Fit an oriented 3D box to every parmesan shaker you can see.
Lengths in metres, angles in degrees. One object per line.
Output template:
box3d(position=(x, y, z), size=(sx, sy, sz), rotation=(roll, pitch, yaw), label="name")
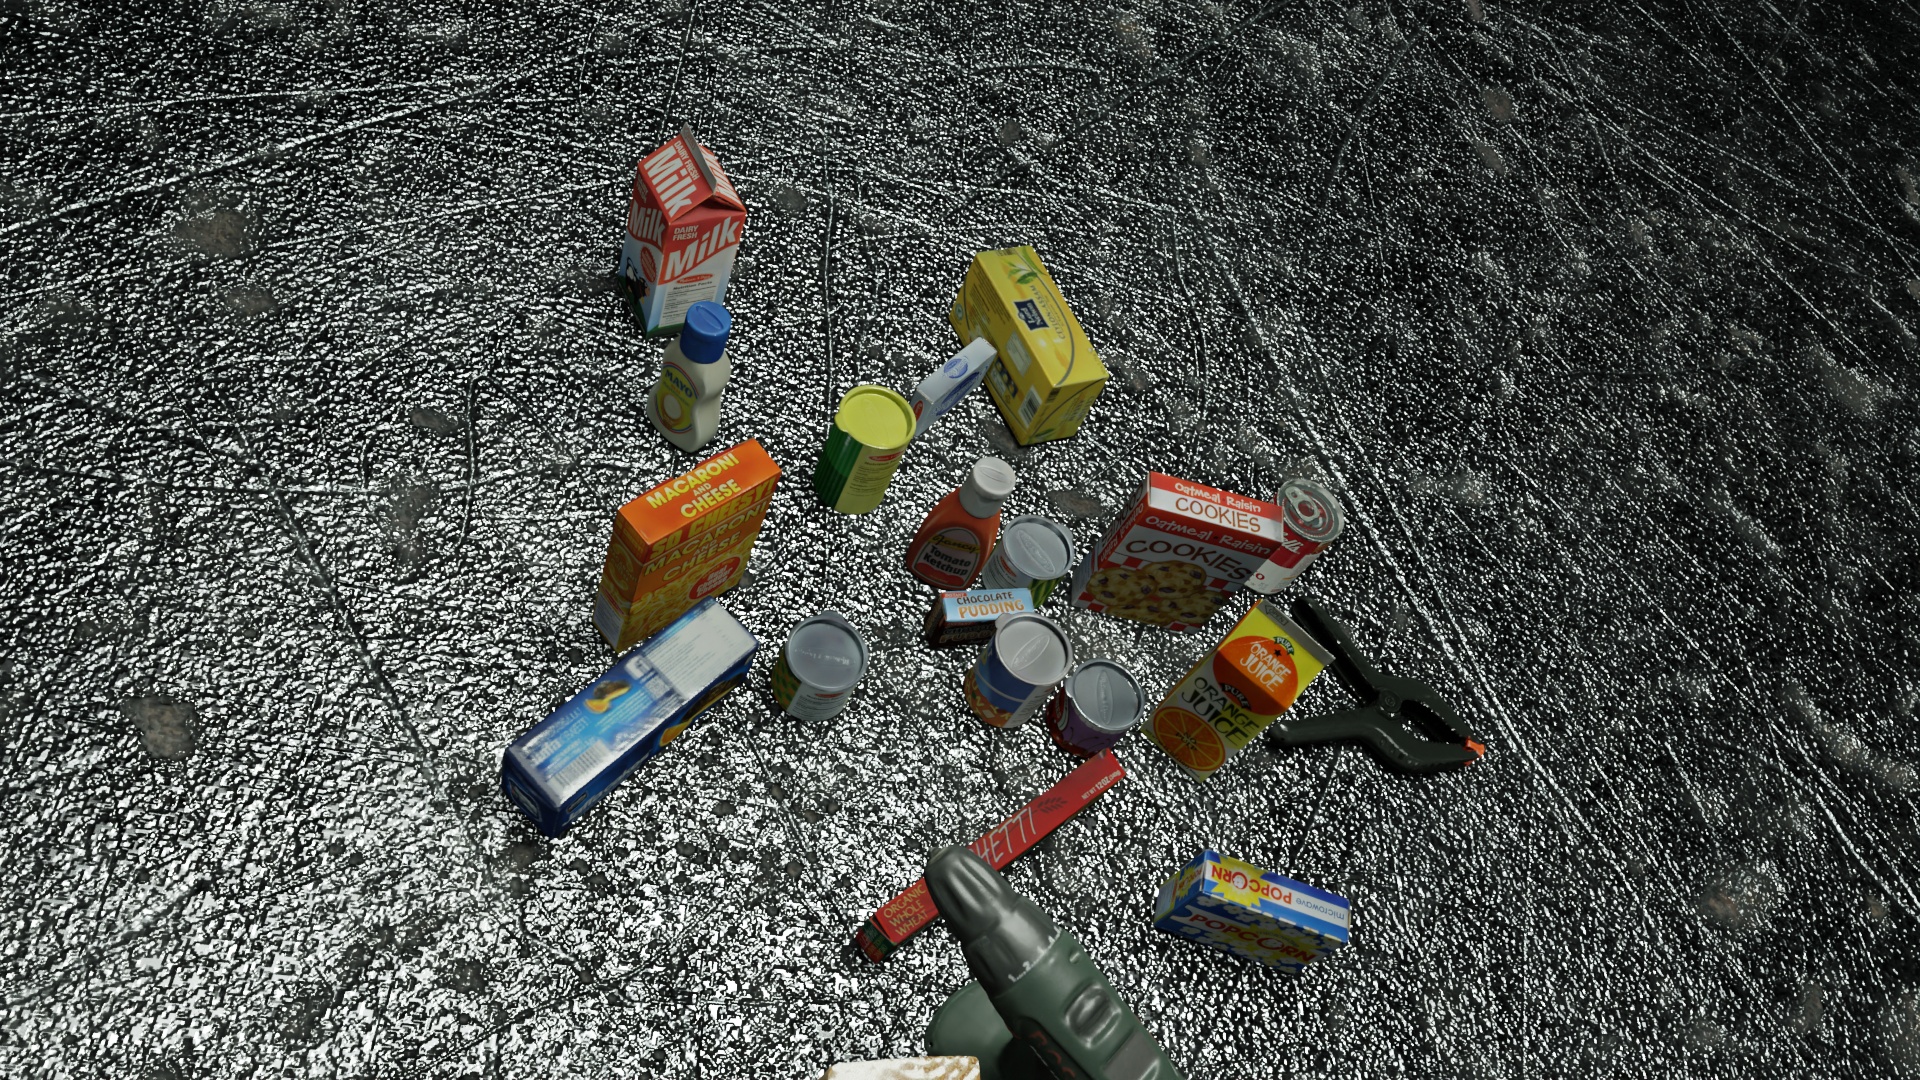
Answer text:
box3d(position=(-0.087, -0.076, 1.193), size=(0.071, 0.102, 0.071), rotation=(10, 55, -15), label="parmesan shaker")

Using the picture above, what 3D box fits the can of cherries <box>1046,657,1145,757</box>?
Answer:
box3d(position=(0.109, 0.139, 1.155), size=(0.071, 0.058, 0.072), rotation=(10, 55, -15), label="can of cherries")

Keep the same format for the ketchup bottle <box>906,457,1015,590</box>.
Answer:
box3d(position=(0.004, -0.015, 1.159), size=(0.065, 0.148, 0.044), rotation=(22, 53, -7), label="ketchup bottle")

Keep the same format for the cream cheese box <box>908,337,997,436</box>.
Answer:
box3d(position=(-0.011, -0.145, 1.300), size=(0.024, 0.053, 0.104), rotation=(41, 53, 8), label="cream cheese box")

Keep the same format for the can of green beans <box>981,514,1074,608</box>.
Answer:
box3d(position=(0.058, 0.020, 1.215), size=(0.071, 0.057, 0.071), rotation=(10, 55, -15), label="can of green beans")

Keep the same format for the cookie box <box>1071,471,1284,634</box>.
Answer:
box3d(position=(0.184, 0.014, 1.200), size=(0.123, 0.166, 0.040), rotation=(14, 54, -13), label="cookie box")

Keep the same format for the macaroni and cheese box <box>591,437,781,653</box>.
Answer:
box3d(position=(-0.210, 0.005, 1.050), size=(0.124, 0.165, 0.040), rotation=(-33, 75, -35), label="macaroni and cheese box")

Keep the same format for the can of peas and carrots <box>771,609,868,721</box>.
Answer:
box3d(position=(-0.112, 0.099, 1.094), size=(0.071, 0.058, 0.071), rotation=(10, 55, -15), label="can of peas and carrots")

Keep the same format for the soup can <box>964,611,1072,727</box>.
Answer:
box3d(position=(0.044, 0.105, 1.136), size=(0.071, 0.083, 0.072), rotation=(10, 55, -15), label="soup can")

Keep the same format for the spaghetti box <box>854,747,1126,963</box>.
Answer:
box3d(position=(0.027, 0.238, 1.062), size=(0.251, 0.050, 0.029), rotation=(-29, 72, -34), label="spaghetti box")

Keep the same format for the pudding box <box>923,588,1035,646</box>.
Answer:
box3d(position=(0.016, 0.065, 1.173), size=(0.084, 0.049, 0.030), rotation=(-1, 59, -22), label="pudding box")

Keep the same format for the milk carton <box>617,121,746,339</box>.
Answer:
box3d(position=(-0.241, -0.267, 1.204), size=(0.074, 0.189, 0.072), rotation=(-17, 66, -30), label="milk carton")

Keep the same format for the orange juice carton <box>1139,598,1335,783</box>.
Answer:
box3d(position=(0.229, 0.117, 1.134), size=(0.072, 0.191, 0.073), rotation=(42, 53, 8), label="orange juice carton")

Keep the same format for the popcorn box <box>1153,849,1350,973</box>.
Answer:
box3d(position=(0.227, 0.291, 1.083), size=(0.127, 0.084, 0.038), rotation=(21, 53, -8), label="popcorn box")

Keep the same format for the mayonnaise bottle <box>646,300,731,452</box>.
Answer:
box3d(position=(-0.222, -0.138, 1.152), size=(0.065, 0.147, 0.041), rotation=(42, 53, 8), label="mayonnaise bottle")
